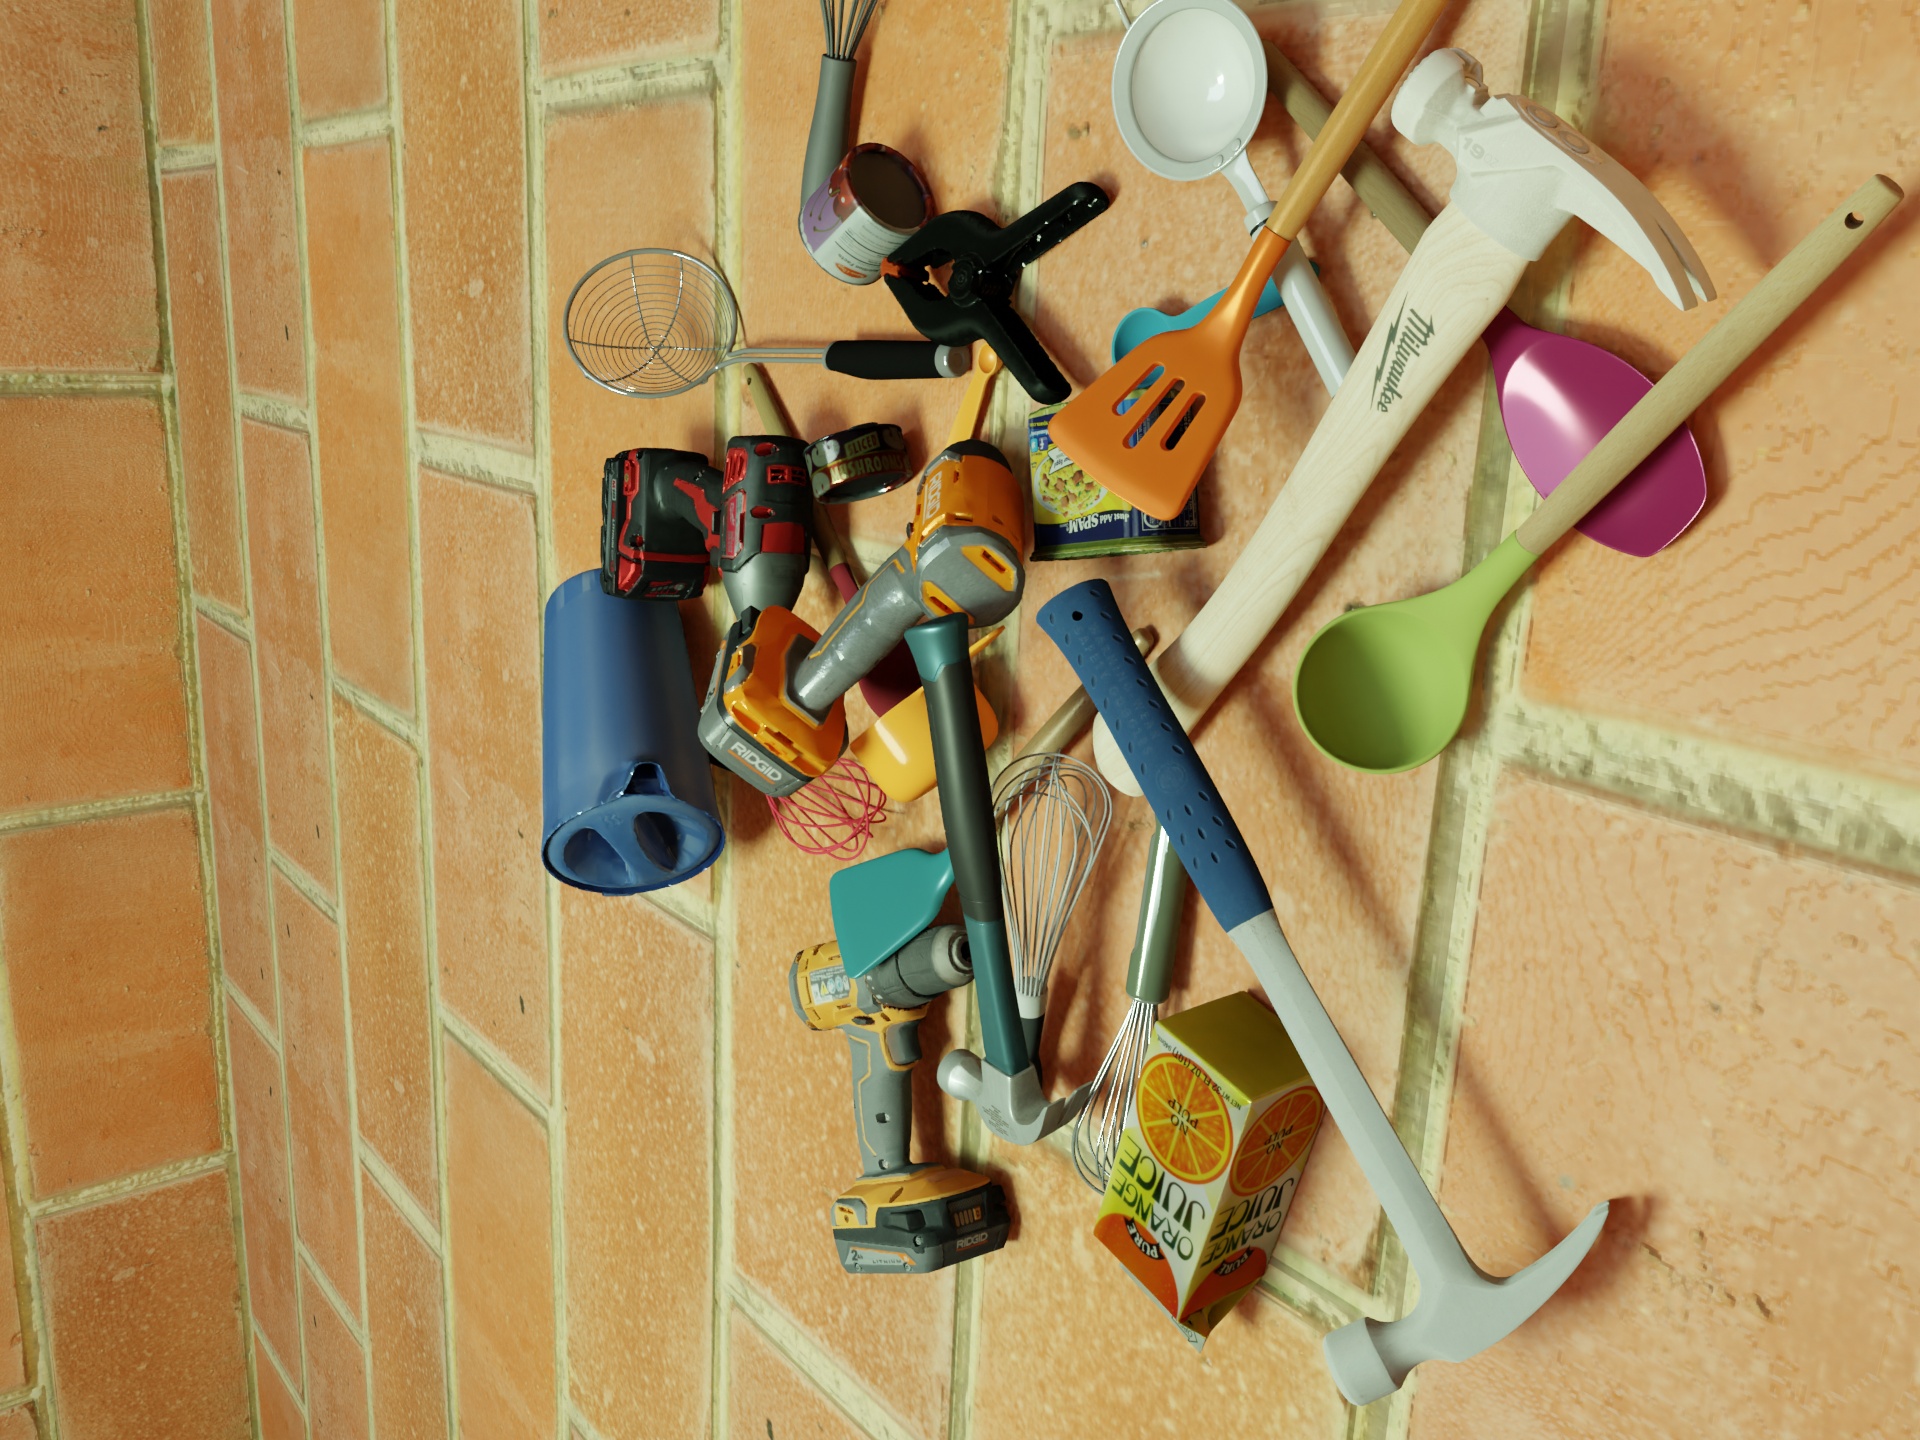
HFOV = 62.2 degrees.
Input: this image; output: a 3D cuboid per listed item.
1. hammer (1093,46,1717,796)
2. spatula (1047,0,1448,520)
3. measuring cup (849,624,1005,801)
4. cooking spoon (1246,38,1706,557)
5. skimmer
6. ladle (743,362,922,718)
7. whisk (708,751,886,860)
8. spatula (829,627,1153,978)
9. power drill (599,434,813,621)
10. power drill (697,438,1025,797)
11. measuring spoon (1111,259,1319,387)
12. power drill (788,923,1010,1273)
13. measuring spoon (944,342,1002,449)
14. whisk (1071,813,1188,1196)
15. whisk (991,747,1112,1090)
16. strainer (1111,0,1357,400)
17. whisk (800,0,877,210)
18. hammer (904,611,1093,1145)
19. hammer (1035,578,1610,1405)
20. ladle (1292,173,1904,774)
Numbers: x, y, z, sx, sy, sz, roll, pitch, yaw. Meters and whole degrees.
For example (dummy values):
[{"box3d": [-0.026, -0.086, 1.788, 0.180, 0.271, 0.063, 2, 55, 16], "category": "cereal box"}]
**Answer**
[{"box3d": [0.169, -0.090, 0.750, 0.146, 0.038, 0.410, 49, 139, 20], "category": "hammer"}, {"box3d": [0.154, -0.241, 0.712, 0.081, 0.041, 0.322, 40, 116, 18], "category": "spatula"}, {"box3d": [-0.002, -0.003, 0.954, 0.052, 0.095, 0.173, 55, 147, 3], "category": "measuring cup"}, {"box3d": [0.217, -0.201, 0.705, 0.319, 0.017, 0.068, 60, 143, 24], "category": "cooking spoon"}, {"box3d": [-0.140, -0.269, 1.083, 0.363, 0.090, 0.127, 15, 65, 46], "category": "skimmer"}, {"box3d": [-0.092, -0.127, 1.107, 0.069, 0.031, 0.316, -46, 60, 41], "category": "ladle"}, {"box3d": [-0.138, 0.040, 1.177, 0.296, 0.073, 0.073, 21, 113, 55], "category": "whisk"}, {"box3d": [0.015, 0.047, 0.975, 0.317, 0.044, 0.082, -50, 41, 37], "category": "spatula"}, {"box3d": [-0.180, -0.131, 1.147, 0.220, 0.078, 0.143, 11, 101, 53], "category": "power drill"}, {"box3d": [-0.051, -0.072, 0.950, 0.226, 0.084, 0.164, -39, 26, 26], "category": "power drill"}, {"box3d": [0.133, -0.206, 0.817, 0.128, 0.021, 0.042, -15, 84, 43], "category": "measuring spoon"}, {"box3d": [-0.032, 0.247, 1.068, 0.185, 0.084, 0.226, -24, 74, 49], "category": "power drill"}, {"box3d": [0.006, -0.181, 0.986, 0.021, 0.011, 0.116, 54, 138, 35], "category": "measuring spoon"}, {"box3d": [0.104, 0.162, 0.903, 0.059, 0.058, 0.246, 10, 104, 14], "category": "whisk"}, {"box3d": [0.045, 0.141, 0.956, 0.070, 0.070, 0.284, 35, 132, 42], "category": "whisk"}, {"box3d": [0.143, -0.246, 0.763, 0.087, 0.050, 0.258, -32, 79, 44], "category": "strainer"}, {"box3d": [-0.077, -0.419, 1.012, 0.055, 0.055, 0.238, 42, 132, 39], "category": "whisk"}, {"box3d": [0.010, 0.096, 0.896, 0.128, 0.033, 0.330, 22, 127, 53], "category": "hammer"}, {"box3d": [0.151, 0.104, 0.768, 0.144, 0.035, 0.406, -32, 71, 14], "category": "hammer"}, {"box3d": [0.244, -0.085, 0.646, 0.078, 0.062, 0.320, 45, 136, 9], "category": "ladle"}]
